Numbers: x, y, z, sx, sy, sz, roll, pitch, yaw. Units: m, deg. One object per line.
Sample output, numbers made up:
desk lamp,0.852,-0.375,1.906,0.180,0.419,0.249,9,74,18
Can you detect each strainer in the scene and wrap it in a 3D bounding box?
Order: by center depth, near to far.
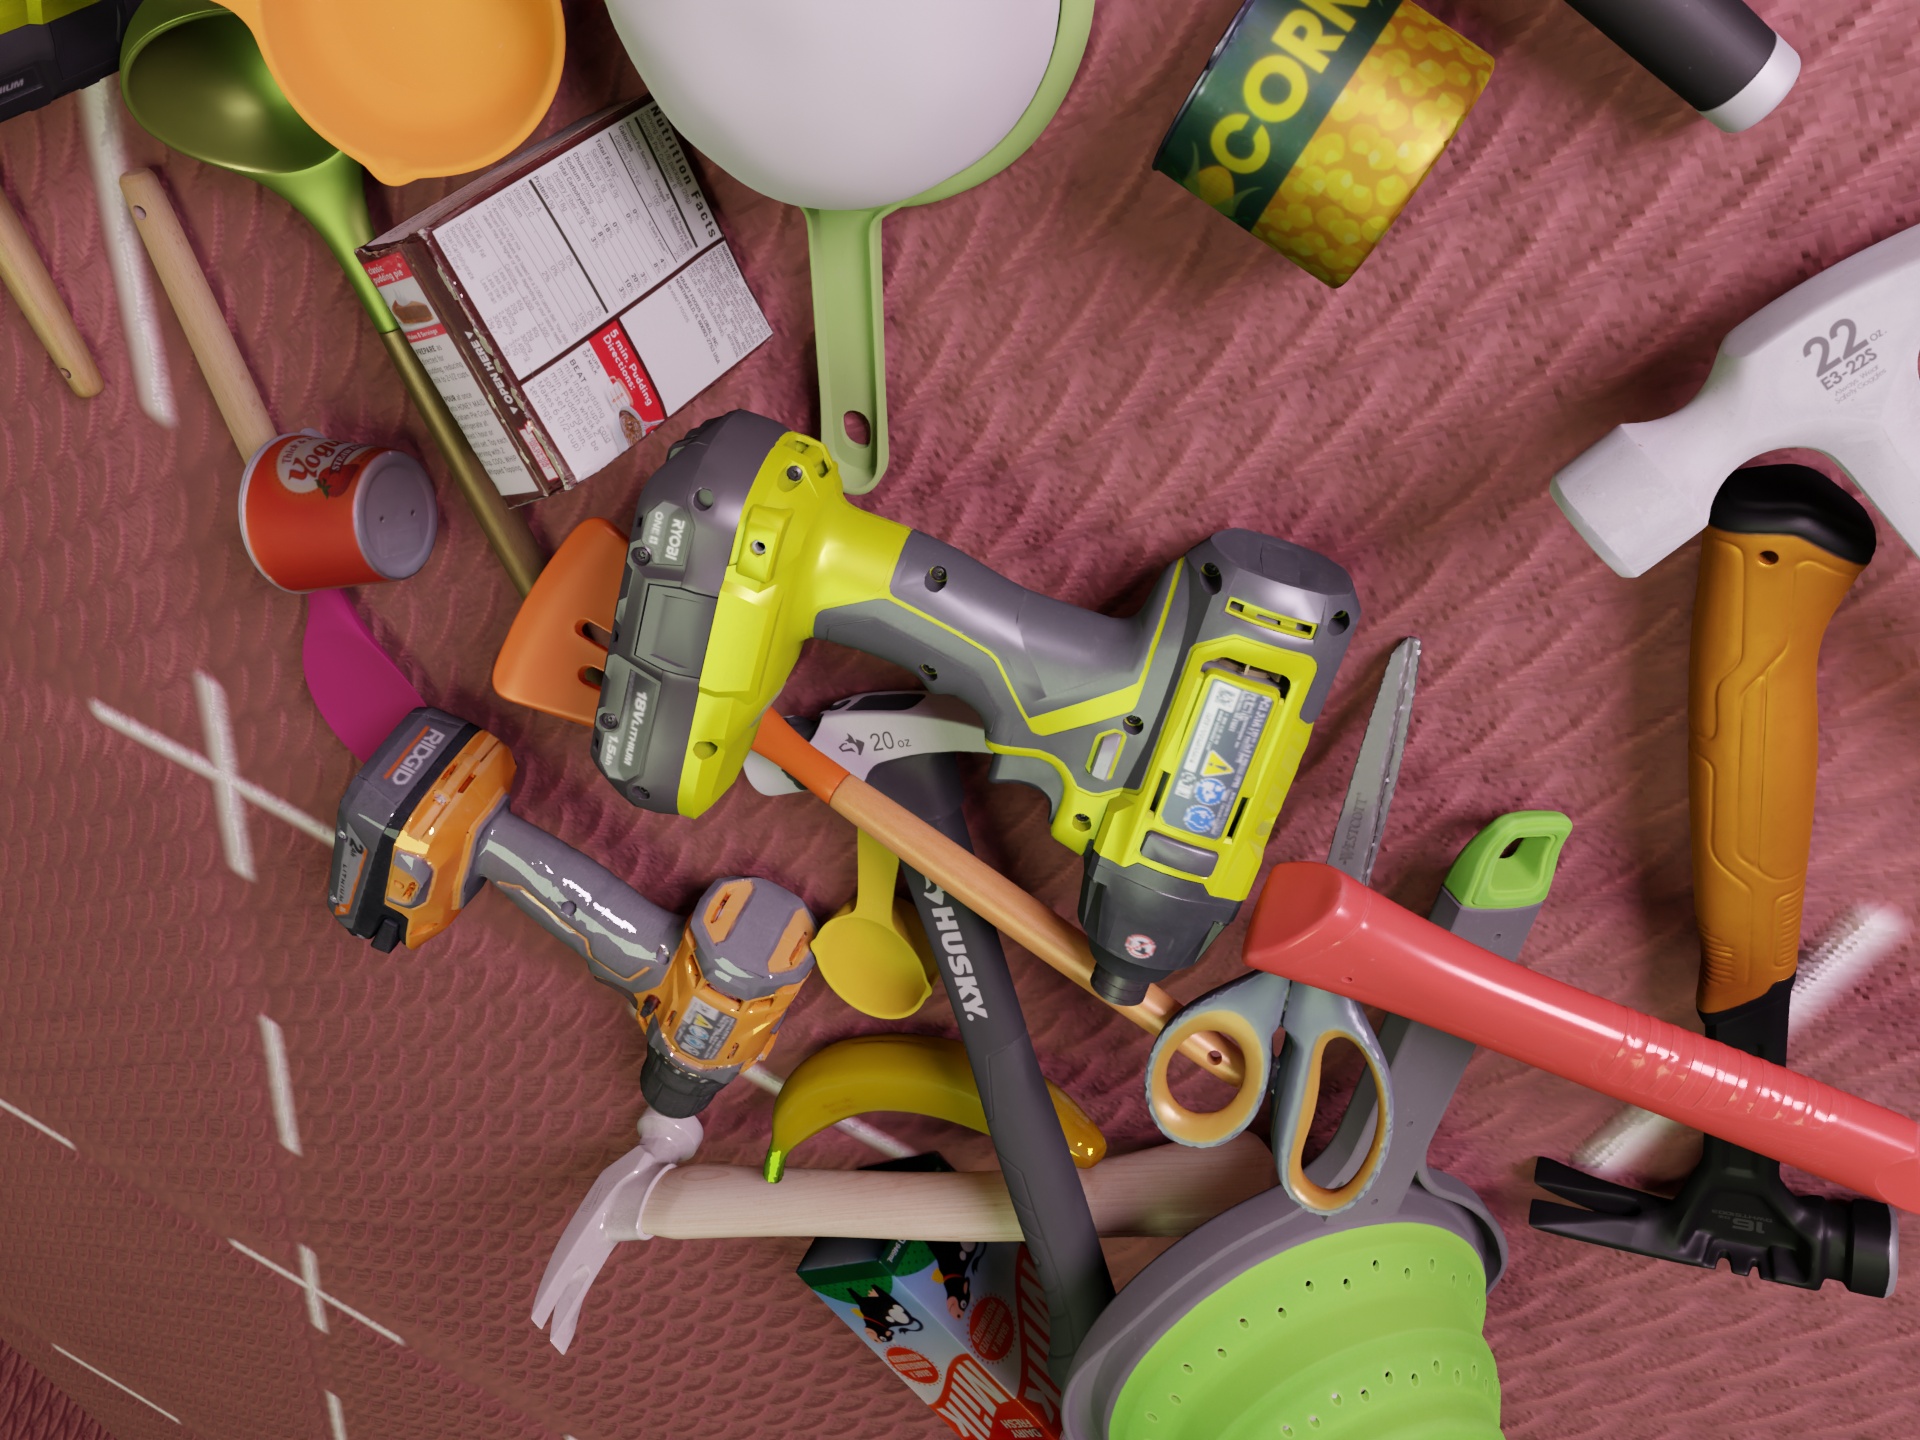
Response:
strainer,-0.044,-0.158,0.465,0.151,0.069,0.256,12,137,11

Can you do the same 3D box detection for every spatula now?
spatula,-0.029,0.041,0.598,0.323,0.041,0.081,34,98,9

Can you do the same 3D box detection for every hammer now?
hammer,0.340,0.034,0.421,0.405,0.035,0.144,43,116,-15
hammer,0.261,0.130,0.501,0.359,0.037,0.149,21,148,6
hammer,0.250,0.069,0.524,0.127,0.034,0.336,4,129,27
hammer,0.024,0.145,0.661,0.146,0.035,0.334,-9,106,31
hammer,-0.036,0.247,0.787,0.411,0.146,0.038,-12,122,32

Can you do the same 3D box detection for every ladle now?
ladle,-0.207,-0.124,0.612,0.078,0.062,0.319,-17,126,6

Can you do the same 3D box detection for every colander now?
colander,0.166,0.216,0.605,0.204,0.095,0.396,-1,123,-22

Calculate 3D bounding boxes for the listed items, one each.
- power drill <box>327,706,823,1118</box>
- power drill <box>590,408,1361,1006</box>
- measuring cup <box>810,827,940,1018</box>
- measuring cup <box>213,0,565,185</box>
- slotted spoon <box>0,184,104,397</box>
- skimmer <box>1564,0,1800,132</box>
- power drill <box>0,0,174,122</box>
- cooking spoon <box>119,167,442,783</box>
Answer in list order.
power drill,-0.193,0.109,0.790,0.226,0.084,0.185,28,137,-2
power drill,-0.001,-0.002,0.535,0.223,0.080,0.171,18,115,3
measuring cup,-0.031,0.063,0.698,0.062,0.029,0.156,18,122,19
measuring cup,-0.205,-0.224,0.474,0.173,0.052,0.095,10,118,-17
slotted spoon,-0.428,-0.271,0.634,0.070,0.031,0.313,8,132,25
skimmer,0.038,-0.249,0.362,0.363,0.090,0.127,32,98,-14
power drill,-0.291,-0.279,0.431,0.080,0.191,0.228,36,141,1
cooking spoon,-0.303,-0.092,0.722,0.069,0.017,0.318,4,130,18
